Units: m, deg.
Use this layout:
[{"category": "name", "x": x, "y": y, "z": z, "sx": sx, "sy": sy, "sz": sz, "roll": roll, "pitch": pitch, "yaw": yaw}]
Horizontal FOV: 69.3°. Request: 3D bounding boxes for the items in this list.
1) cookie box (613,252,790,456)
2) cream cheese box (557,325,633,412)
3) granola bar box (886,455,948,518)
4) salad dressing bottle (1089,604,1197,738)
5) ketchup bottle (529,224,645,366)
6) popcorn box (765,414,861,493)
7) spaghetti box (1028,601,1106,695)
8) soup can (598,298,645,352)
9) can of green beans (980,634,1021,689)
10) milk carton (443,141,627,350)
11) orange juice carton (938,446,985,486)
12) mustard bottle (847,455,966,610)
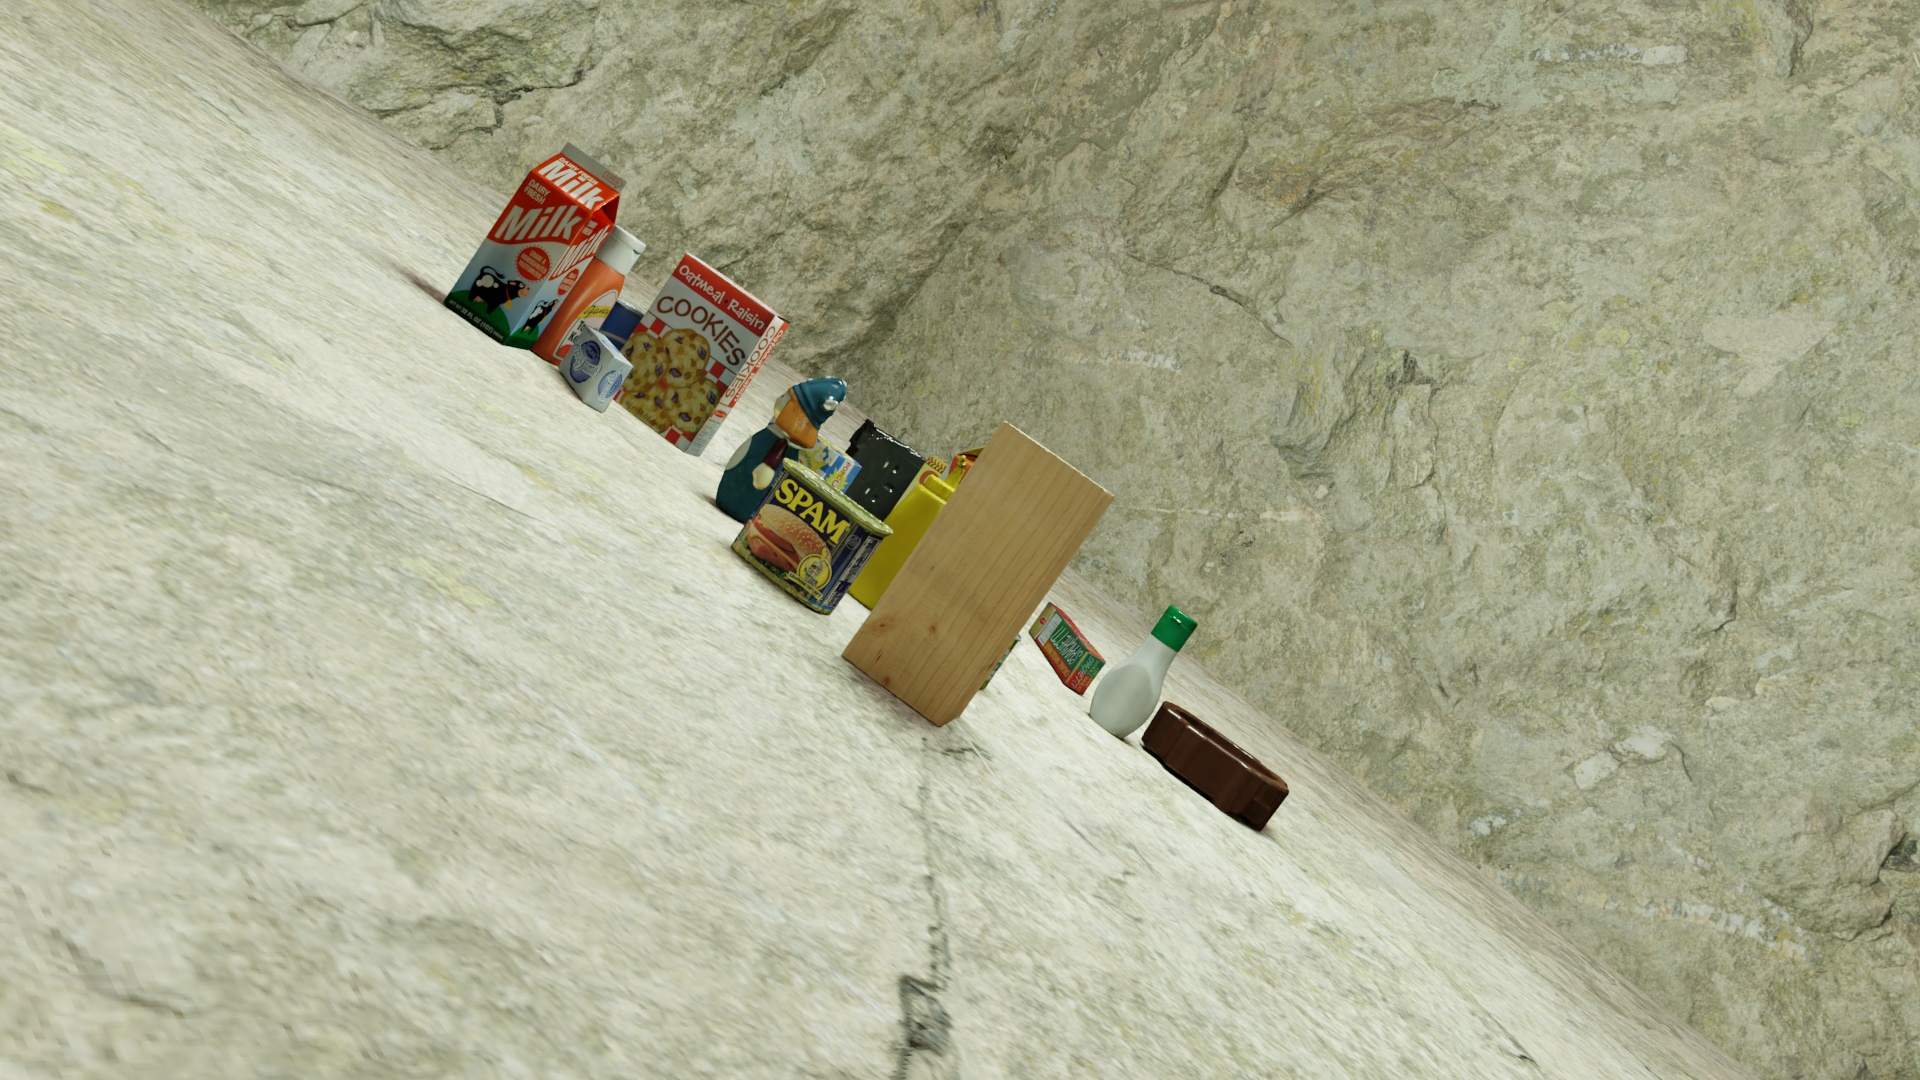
[{"category": "cookie box", "x": -0.270, "y": -0.188, "z": 1.405, "sx": 0.123, "sy": 0.167, "sz": 0.040, "roll": 36, "pitch": 4, "yaw": 14}, {"category": "cream cheese box", "x": -0.347, "y": -0.163, "z": 1.320, "sx": 0.024, "sy": 0.053, "sz": 0.104, "roll": 31, "pitch": 6, "yaw": -38}, {"category": "granola bar box", "x": -0.002, "y": -0.009, "z": 1.723, "sx": 0.166, "sy": 0.124, "sz": 0.039, "roll": 35, "pitch": 4, "yaw": 10}, {"category": "salad dressing bottle", "x": 0.196, "y": 0.138, "z": 1.472, "sx": 0.064, "sy": 0.147, "sz": 0.044, "roll": 36, "pitch": 4, "yaw": 19}, {"category": "ketchup bottle", "x": -0.369, "y": -0.243, "z": 1.381, "sx": 0.043, "sy": 0.148, "sz": 0.065, "roll": 36, "pitch": 4, "yaw": 13}, {"category": "popcorn box", "x": -0.172, "y": -0.077, "z": 1.469, "sx": 0.038, "sy": 0.085, "sz": 0.127, "roll": 30, "pitch": 6, "yaw": -48}, {"category": "spaghetti box", "x": 0.126, "y": 0.128, "z": 1.687, "sx": 0.028, "sy": 0.050, "sz": 0.250, "roll": 34, "pitch": 5, "yaw": -12}, {"category": "soup can", "x": -0.366, "y": -0.208, "z": 1.456, "sx": 0.071, "sy": 0.083, "sz": 0.071, "roll": 34, "pitch": 4, "yaw": -3}, {"category": "can of green beans", "x": 0.011, "y": 0.090, "z": 1.228, "sx": 0.071, "sy": 0.058, "sz": 0.071, "roll": 34, "pitch": 5, "yaw": -3}, {"category": "milk carton", "x": -0.395, "y": -0.279, "z": 1.312, "sx": 0.072, "sy": 0.190, "sz": 0.073, "roll": 35, "pitch": 4, "yaw": 0}, {"category": "orange juice carton", "x": 0.005, "y": -0.018, "z": 1.448, "sx": 0.071, "sy": 0.192, "sz": 0.073, "roll": 30, "pitch": 6, "yaw": -48}, {"category": "mustard bottle", "x": -0.037, "y": -0.007, "z": 1.246, "sx": 0.065, "sy": 0.160, "sz": 0.049, "roll": 36, "pitch": 4, "yaw": 14}]
